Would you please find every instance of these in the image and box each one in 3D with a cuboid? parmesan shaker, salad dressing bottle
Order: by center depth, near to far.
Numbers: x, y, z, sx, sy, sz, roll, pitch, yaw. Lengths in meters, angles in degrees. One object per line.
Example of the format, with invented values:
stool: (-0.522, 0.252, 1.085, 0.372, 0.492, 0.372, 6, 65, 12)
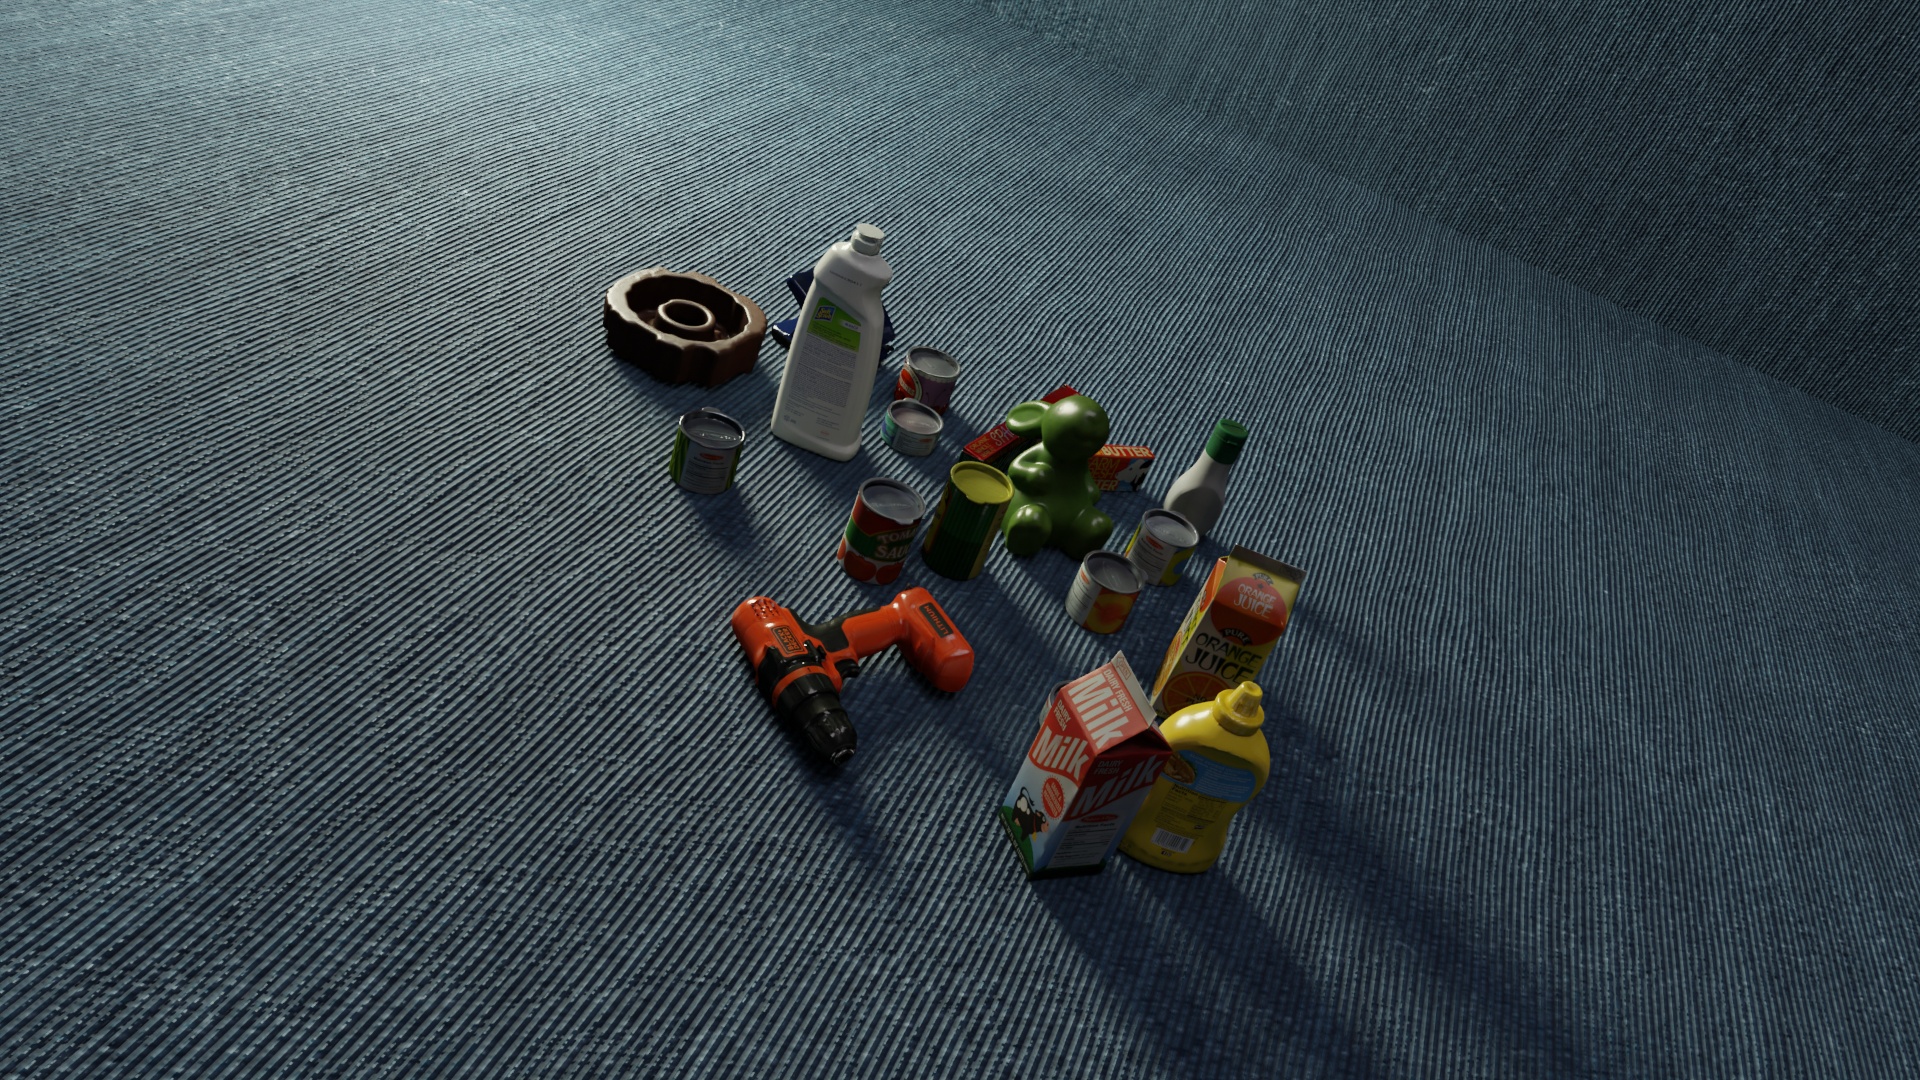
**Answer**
parmesan shaker: (0.005, -0.017, 1.384, 0.071, 0.102, 0.072, 15, 35, -11)
salad dressing bottle: (0.278, -0.068, 1.565, 0.064, 0.146, 0.044, 17, 35, -9)

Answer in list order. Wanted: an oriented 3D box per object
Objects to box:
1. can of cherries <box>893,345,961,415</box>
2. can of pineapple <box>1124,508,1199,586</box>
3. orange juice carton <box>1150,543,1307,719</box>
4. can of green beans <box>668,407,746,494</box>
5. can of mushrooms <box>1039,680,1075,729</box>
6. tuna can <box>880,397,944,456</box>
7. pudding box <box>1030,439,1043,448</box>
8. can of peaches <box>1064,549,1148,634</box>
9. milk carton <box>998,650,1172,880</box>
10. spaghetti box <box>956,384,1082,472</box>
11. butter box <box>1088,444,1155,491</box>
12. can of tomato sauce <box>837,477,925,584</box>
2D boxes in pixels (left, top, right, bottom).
can of cherries: (-0.041, -0.186, 1.624, 0.071, 0.058, 0.072, 15, 35, -11)
can of pineapple: (0.219, 0.007, 1.510, 0.071, 0.057, 0.071, 15, 35, -11)
orange juice carton: (0.249, 0.088, 1.300, 0.072, 0.191, 0.073, 23, 34, 1)
can of green beans: (-0.251, -0.087, 1.375, 0.071, 0.057, 0.071, 15, 35, -11)
can of mushrooms: (0.109, 0.163, 1.260, 0.071, 0.033, 0.071, 15, 35, -11)
tuna can: (-0.055, -0.127, 1.560, 0.071, 0.032, 0.071, 15, 35, -11)
pudding box: (0.121, -0.110, 1.620, 0.084, 0.049, 0.030, -12, 47, -40)
can of peaches: (0.148, 0.053, 1.409, 0.071, 0.057, 0.071, 15, 35, -11)
milk carton: (0.103, 0.179, 1.098, 0.073, 0.189, 0.072, 2, 39, -27)
spaghetti box: (0.067, -0.120, 1.603, 0.029, 0.050, 0.251, 34, 36, 15)
butter box: (0.171, -0.084, 1.611, 0.104, 0.052, 0.024, 1, 40, -28)
can of tomato sauce: (-0.076, -0.007, 1.342, 0.071, 0.082, 0.071, 15, 35, -11)
